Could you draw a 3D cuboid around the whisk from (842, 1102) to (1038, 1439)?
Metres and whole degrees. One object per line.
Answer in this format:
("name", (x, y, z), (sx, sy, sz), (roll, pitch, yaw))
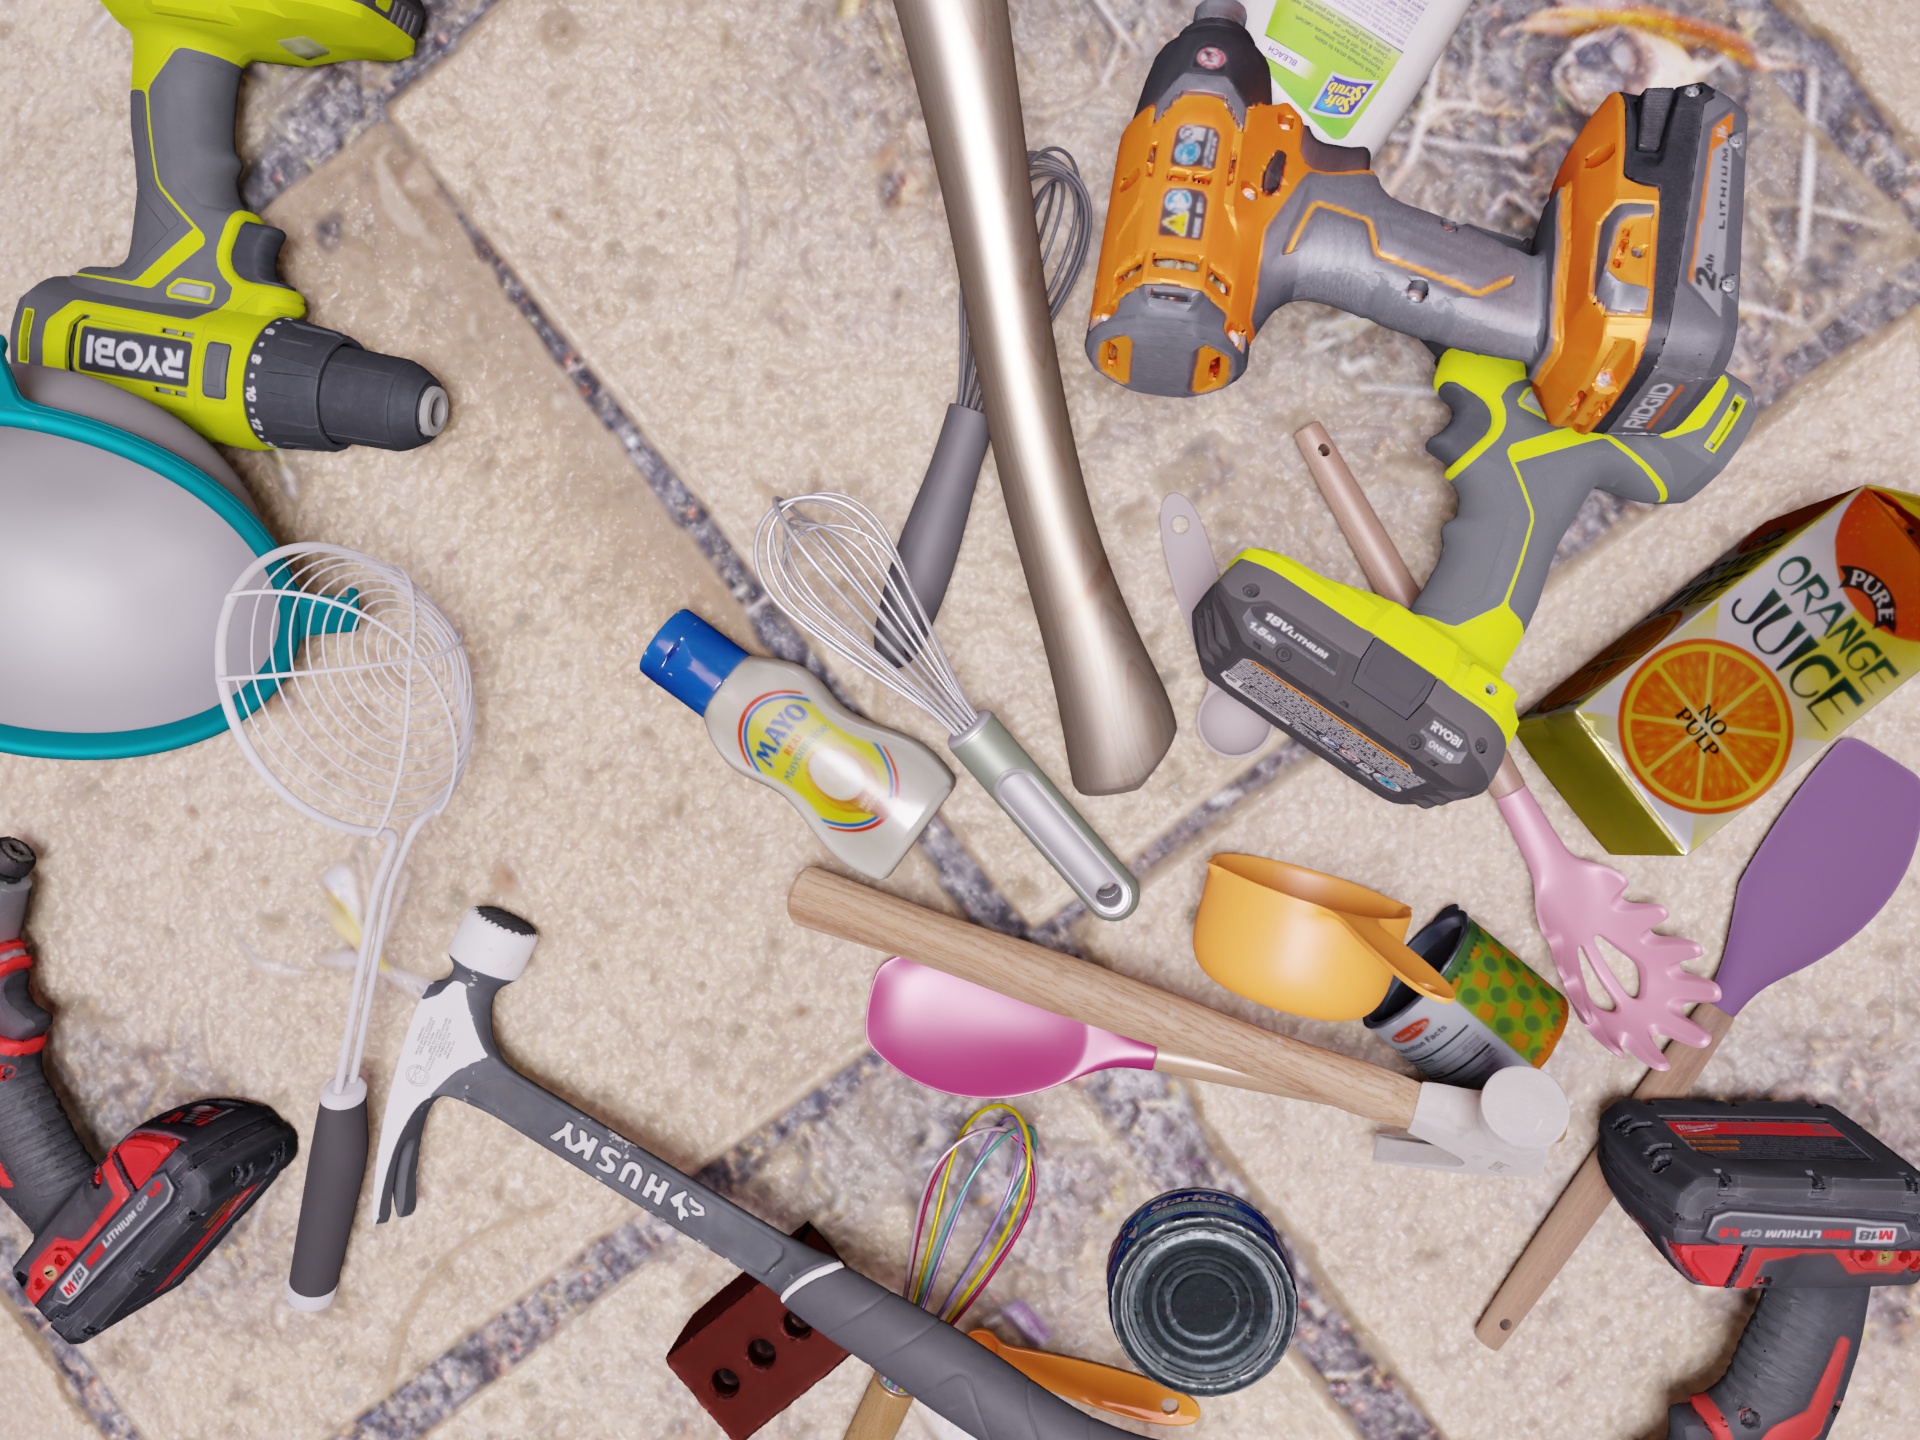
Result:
("whisk", (-0.022, 0.286, 0.738), (0.047, 0.051, 0.245), (28, 100, 23))

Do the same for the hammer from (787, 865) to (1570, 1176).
("hammer", (0.079, 0.125, 0.677), (0.331, 0.130, 0.031), (17, 70, 17))

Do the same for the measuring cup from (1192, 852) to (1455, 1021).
("measuring cup", (0.151, 0.102, 0.644), (0.095, 0.174, 0.052), (13, 99, -11))

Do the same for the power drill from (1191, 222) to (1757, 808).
("power drill", (0.201, -0.092, 0.661), (0.171, 0.080, 0.223), (34, 80, 3))

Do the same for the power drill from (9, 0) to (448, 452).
("power drill", (-0.314, -0.235, 0.714), (0.190, 0.080, 0.228), (11, 97, 6))

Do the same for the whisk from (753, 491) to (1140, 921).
("whisk", (-0.001, -0.002, 0.694), (0.058, 0.059, 0.246), (-39, 104, 9))

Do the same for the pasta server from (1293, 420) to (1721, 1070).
("pasta server", (0.231, 0.007, 0.698), (0.060, 0.040, 0.316), (-29, 89, -6))

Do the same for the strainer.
("strainer", (-0.453, -0.056, 0.718), (0.340, 0.210, 0.095), (-25, 49, 19))

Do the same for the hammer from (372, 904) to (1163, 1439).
("hammer", (-0.084, 0.237, 0.688), (0.409, 0.036, 0.149), (26, 90, 17))

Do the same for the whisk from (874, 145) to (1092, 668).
("whisk", (0.004, -0.136, 0.707), (0.055, 0.055, 0.239), (19, 98, 4))

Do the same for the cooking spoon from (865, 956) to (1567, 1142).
("cooking spoon", (0.114, 0.157, 0.725), (0.319, 0.017, 0.069), (10, 79, 4))

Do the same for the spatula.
("spatula", (0.324, 0.151, 0.707), (0.060, 0.018, 0.316), (34, 94, 2))

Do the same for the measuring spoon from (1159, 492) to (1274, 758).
("measuring spoon", (0.113, -0.043, 0.720), (0.034, 0.018, 0.124), (-16, 85, 10))

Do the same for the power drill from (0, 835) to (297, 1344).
("power drill", (-0.432, 0.166, 0.748), (0.220, 0.078, 0.143), (43, 95, 4))

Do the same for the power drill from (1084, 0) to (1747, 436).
("power drill", (0.171, -0.198, 0.611), (0.226, 0.084, 0.164), (8, 75, 6))

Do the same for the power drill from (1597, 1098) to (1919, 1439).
("power drill", (0.308, 0.283, 0.677), (0.188, 0.080, 0.226), (1, 100, -1))

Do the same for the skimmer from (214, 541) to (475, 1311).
("skimmer", (-0.290, 0.104, 0.716), (0.090, 0.127, 0.363), (24, 111, 18))

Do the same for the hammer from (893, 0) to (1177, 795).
("hammer", (0.012, -0.161, 0.661), (0.146, 0.038, 0.410), (-13, 105, 3))

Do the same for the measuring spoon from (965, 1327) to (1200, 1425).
("measuring spoon", (0.056, 0.307, 0.744), (0.117, 0.011, 0.021), (17, 97, 0))
